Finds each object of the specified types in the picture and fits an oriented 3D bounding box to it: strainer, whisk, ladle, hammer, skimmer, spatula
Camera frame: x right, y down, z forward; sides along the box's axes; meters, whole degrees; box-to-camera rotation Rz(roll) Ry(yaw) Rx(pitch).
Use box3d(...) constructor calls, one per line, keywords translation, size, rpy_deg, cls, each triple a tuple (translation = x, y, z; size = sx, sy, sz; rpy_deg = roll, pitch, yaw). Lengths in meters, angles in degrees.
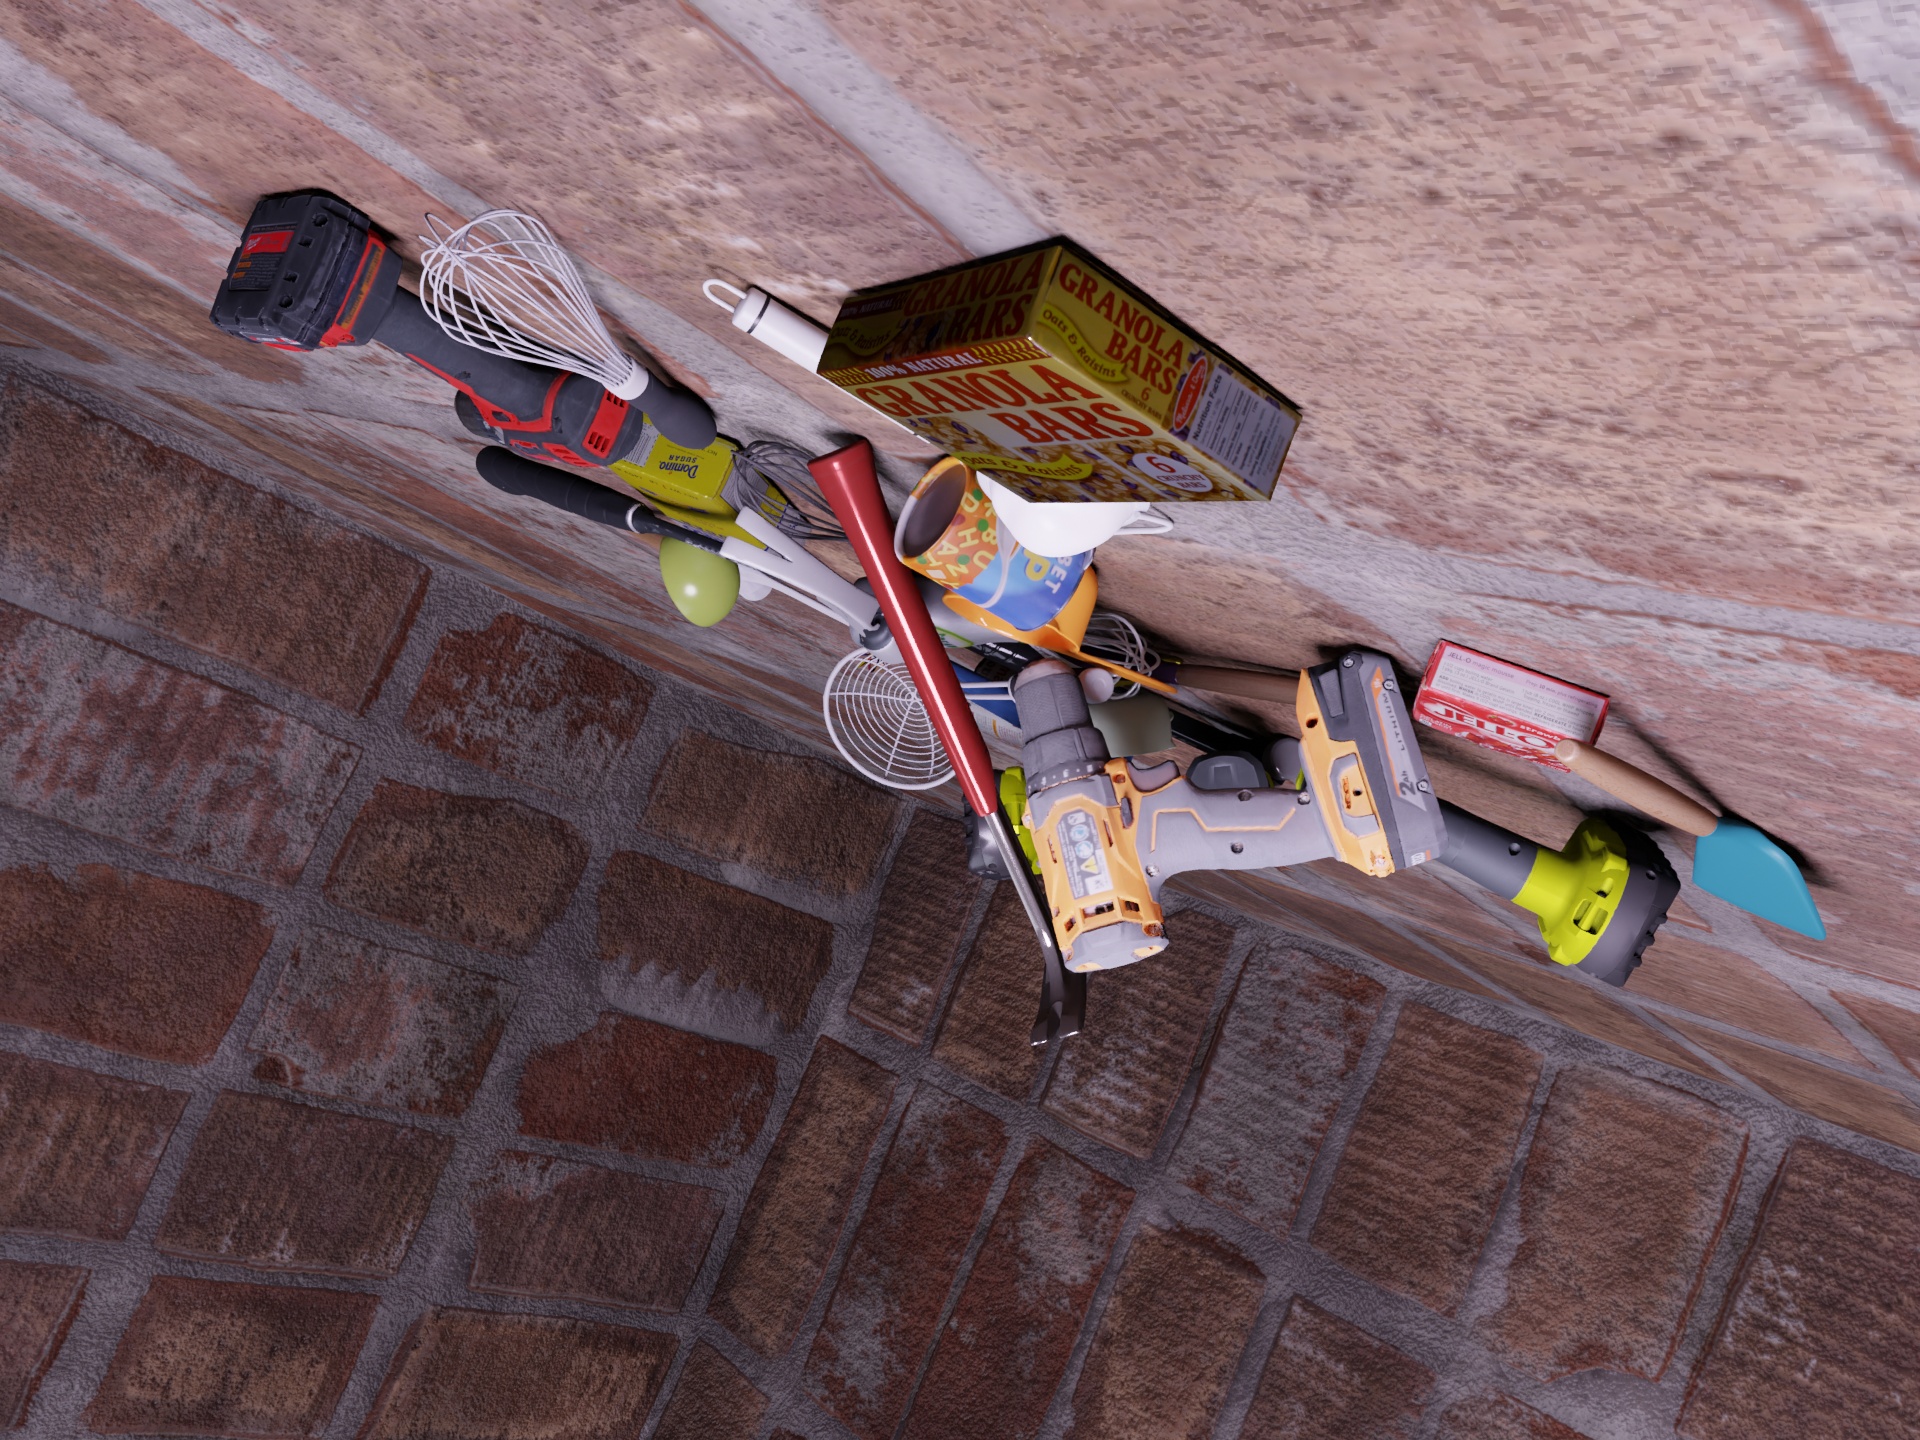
box3d(translation=(-0.008, -0.135, 0.750), size=(0.258, 0.050, 0.087), rpy_deg=(29, 156, -19), cls="strainer")
box3d(translation=(0.042, -0.065, 1.107), size=(0.059, 0.057, 0.246), rpy_deg=(-19, -153, -35), cls="whisk")
box3d(translation=(-0.253, -0.141, 1.321), size=(0.078, 0.062, 0.320), rpy_deg=(60, 165, -26), cls="ladle")
box3d(translation=(-0.002, 0.010, 0.929), size=(0.149, 0.036, 0.359), rpy_deg=(-75, -36, -67), cls="hammer")
box3d(translation=(-0.193, -0.193, 0.843), size=(0.070, 0.070, 0.284), rpy_deg=(21, 178, 18), cls="whisk")
box3d(translation=(-0.002, -0.004, 1.134), size=(0.127, 0.090, 0.363), rpy_deg=(58, 163, -11), cls="skimmer")
box3d(translation=(0.387, 0.061, 0.855), size=(0.317, 0.044, 0.082), rpy_deg=(20, -173, -44), cls="spatula")
box3d(translation=(-0.207, -0.131, 1.055), size=(0.409, 0.036, 0.149), rpy_deg=(23, 173, 40), cls="hammer")
box3d(translation=(0.167, -0.028, 1.039), size=(0.060, 0.018, 0.316), rpy_deg=(-27, -155, -37), cls="spatula")
box3d(translation=(-0.042, -0.055, 1.321), size=(0.406, 0.035, 0.144), rpy_deg=(28, 175, 17), cls="hammer")
box3d(translation=(-0.061, -0.121, 1.025), size=(0.055, 0.055, 0.238), rpy_deg=(17, 176, 41), cls="whisk")
box3d(translation=(0.101, -0.027, 1.253), size=(0.334, 0.035, 0.146), rpy_deg=(24, 173, -7), cls="hammer")
box3d(translation=(-0.082, -0.064, 1.552), size=(0.051, 0.047, 0.245), rpy_deg=(22, 177, -3), cls="whisk")

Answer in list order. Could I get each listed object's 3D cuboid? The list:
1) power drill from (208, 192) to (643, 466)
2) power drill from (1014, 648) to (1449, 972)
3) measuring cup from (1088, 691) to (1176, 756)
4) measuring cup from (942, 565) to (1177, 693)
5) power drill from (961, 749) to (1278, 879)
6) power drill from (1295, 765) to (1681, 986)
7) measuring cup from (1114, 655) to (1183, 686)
box3d(translation=(-0.324, -0.223, 0.964), size=(0.226, 0.080, 0.188), rpy_deg=(25, 174, -43), cls="power drill")
box3d(translation=(0.143, 0.028, 0.914), size=(0.226, 0.185, 0.084), rpy_deg=(-18, 162, 12), cls="power drill")
box3d(translation=(0.122, -0.006, 1.118), size=(0.083, 0.038, 0.167), rpy_deg=(-2, -171, 23), cls="measuring cup")
box3d(translation=(0.073, -0.066, 0.972), size=(0.173, 0.052, 0.095), rpy_deg=(22, 174, -28), cls="measuring cup")
box3d(translation=(0.128, 0.073, 1.210), size=(0.228, 0.080, 0.190), rpy_deg=(-6, 169, 13), cls="power drill")
box3d(translation=(0.323, 0.070, 1.010), size=(0.223, 0.080, 0.171), rpy_deg=(25, -162, 7), cls="power drill")
box3d(translation=(0.105, -0.020, 1.160), size=(0.062, 0.029, 0.156), rpy_deg=(37, 153, -23), cls="measuring cup")
